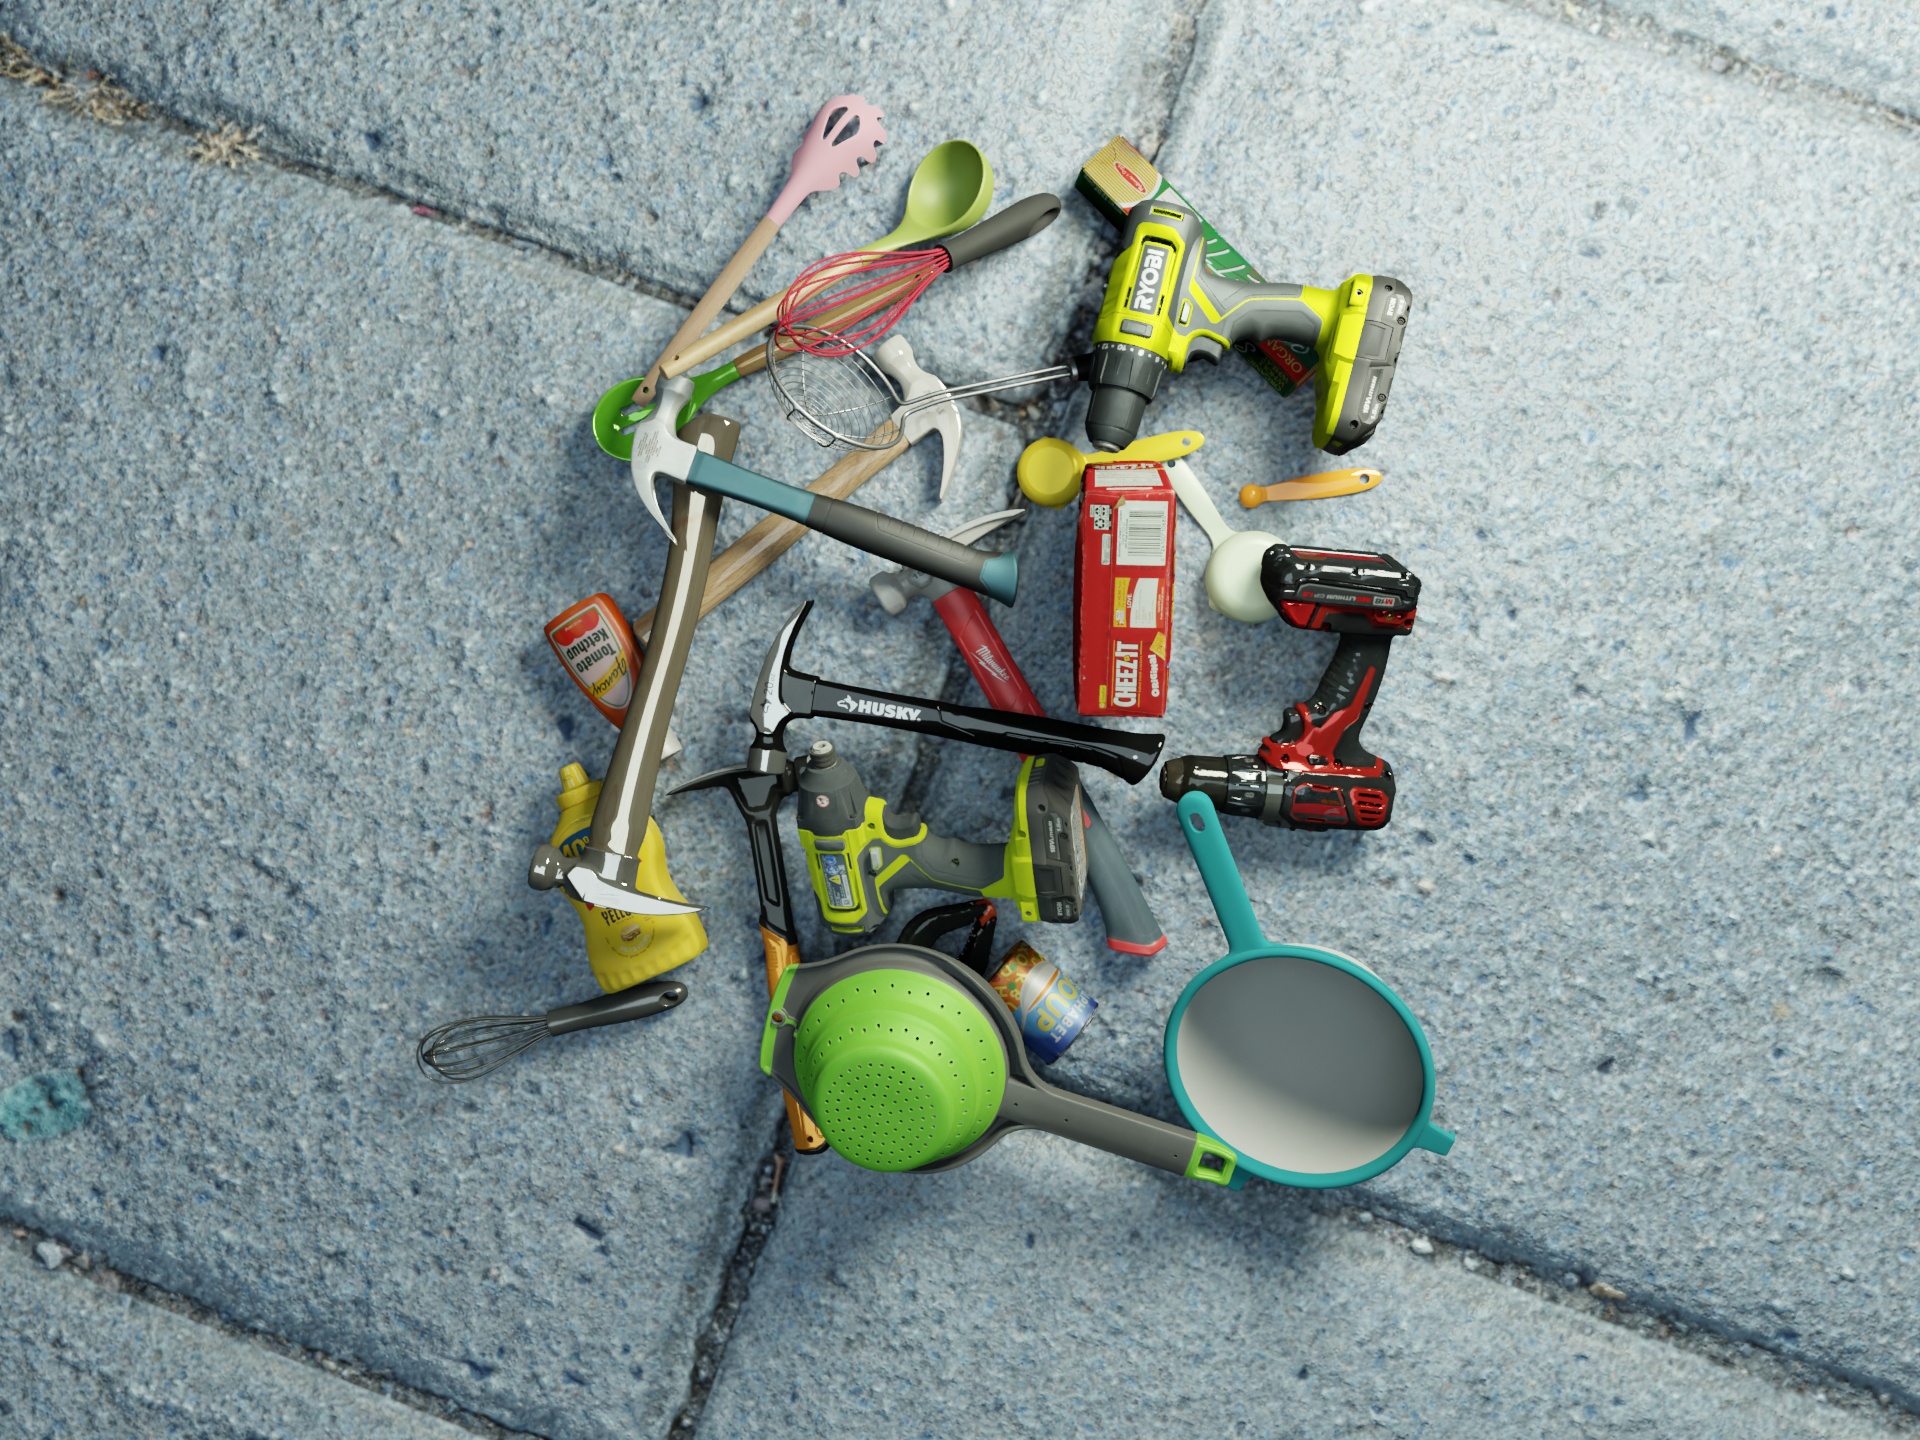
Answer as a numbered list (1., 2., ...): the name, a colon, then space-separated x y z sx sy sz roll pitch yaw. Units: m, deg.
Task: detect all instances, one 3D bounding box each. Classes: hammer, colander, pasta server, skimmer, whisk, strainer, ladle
1. hammer: -0.159 0.203 1.350 0.127 0.034 0.337 -9 92 4
2. colander: 0.024 0.312 1.257 0.397 0.094 0.204 17 109 5
3. hammer: 0.079 0.016 1.320 0.143 0.038 0.386 -29 90 4
4. pasta server: -0.170 -0.386 1.311 0.060 0.040 0.316 38 93 2
5. skimmer: 0.030 -0.287 1.259 0.363 0.090 0.127 -12 57 -5
6. whisk: -0.349 0.263 1.363 0.239 0.055 0.055 -15 92 1
7. strainer: 0.252 0.203 1.271 0.211 0.095 0.340 -19 98 26
8. whisk: -0.027 -0.353 1.237 0.296 0.073 0.073 -34 90 -29
9. hammer: -0.137 -0.167 1.330 0.331 0.031 0.130 -39 89 6
10. hammer: -0.002 -0.004 1.287 0.335 0.035 0.146 10 96 5
11. hammer: -0.107 -0.166 1.277 0.331 0.033 0.128 20 85 -2
12. hammer: -0.233 -0.047 1.299 0.146 0.038 0.411 13 87 2
13. ladle: -0.105 -0.361 1.252 0.320 0.062 0.078 -35 54 -17

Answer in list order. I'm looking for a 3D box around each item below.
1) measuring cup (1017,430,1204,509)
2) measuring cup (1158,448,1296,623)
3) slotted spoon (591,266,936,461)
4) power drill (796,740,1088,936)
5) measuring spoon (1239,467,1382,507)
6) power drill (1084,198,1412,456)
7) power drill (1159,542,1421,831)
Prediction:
1. measuring cup: 0.122 -0.215 1.302 0.156 0.029 0.062 -12 92 11
2. measuring cup: 0.213 -0.154 1.299 0.083 0.038 0.167 -35 91 5
3. slotted spoon: -0.162 -0.303 1.328 0.314 0.031 0.070 -26 91 4
4. power drill: -0.017 0.091 1.265 0.223 0.080 0.171 -1 121 12
5. measuring spoon: 0.288 -0.192 1.304 0.117 0.011 0.021 -8 92 5
6. power drill: 0.214 -0.282 1.227 0.228 0.080 0.190 14 88 4
7. power drill: 0.262 -0.021 1.264 0.188 0.080 0.226 5 108 -2
